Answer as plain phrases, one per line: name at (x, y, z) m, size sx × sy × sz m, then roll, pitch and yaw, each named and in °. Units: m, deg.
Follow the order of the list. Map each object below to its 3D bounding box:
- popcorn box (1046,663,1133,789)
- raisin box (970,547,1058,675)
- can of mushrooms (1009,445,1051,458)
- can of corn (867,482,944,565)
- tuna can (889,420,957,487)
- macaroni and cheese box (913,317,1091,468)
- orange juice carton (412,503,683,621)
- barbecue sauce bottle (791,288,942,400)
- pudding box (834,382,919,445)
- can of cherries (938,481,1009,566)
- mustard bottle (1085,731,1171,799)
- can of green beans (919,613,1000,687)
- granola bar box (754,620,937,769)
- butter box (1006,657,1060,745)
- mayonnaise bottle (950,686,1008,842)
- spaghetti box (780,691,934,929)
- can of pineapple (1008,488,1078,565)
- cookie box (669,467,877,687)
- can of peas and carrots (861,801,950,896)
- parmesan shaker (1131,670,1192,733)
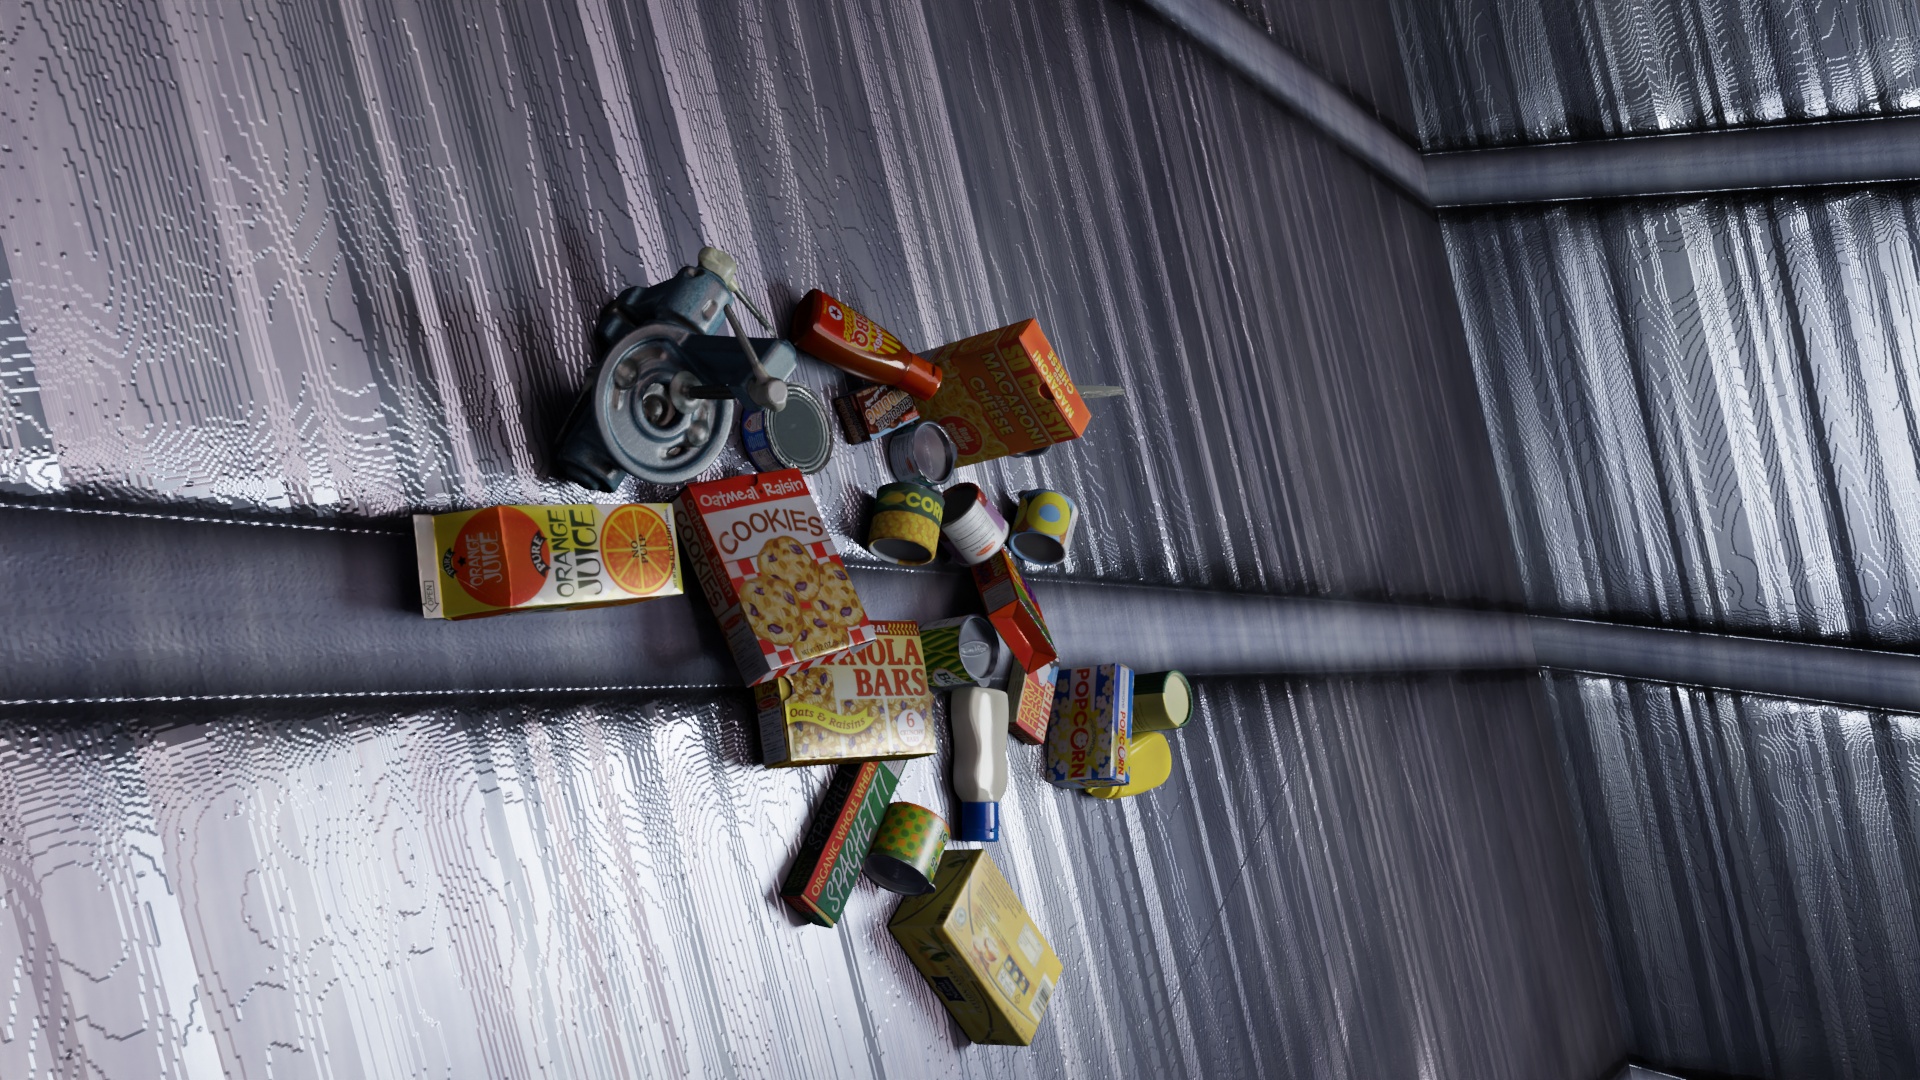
popcorn box at (0.140, 0.199, 1.492) m, size 0.038 × 0.085 × 0.127 m, roll 27°, pitch 60°, yaw -45°
raisin box at (0.052, 0.066, 1.405) m, size 0.086 × 0.040 × 0.124 m, roll 55°, pitch 9°, yaw -29°
can of mushrooms at (0.068, -0.121, 1.508) m, size 0.071 × 0.071 × 0.033 m, roll 39°, pitch 50°, yaw -40°
can of corn at (-0.050, -0.016, 1.318) m, size 0.071 × 0.071 × 0.058 m, roll 34°, pitch 56°, yaw -43°
tuna can at (-0.037, -0.085, 1.386) m, size 0.071 × 0.032 × 0.071 m, roll 18°, pitch 66°, yaw -49°
macaroni and cheese box at (0.028, -0.141, 1.374) m, size 0.123 × 0.166 × 0.040 m, roll 56°, pitch 43°, yaw -26°
orange juice carton at (-0.297, 0.014, 0.987) m, size 0.193 × 0.073 × 0.072 m, roll -3°, pitch 83°, yaw -52°
barbecue sauce bottle at (-0.087, -0.178, 1.307) m, size 0.148 × 0.043 × 0.065 m, roll 26°, pitch 43°, yaw -29°
pudding box at (-0.080, -0.127, 1.344) m, size 0.084 × 0.030 × 0.049 m, roll -31°, pitch 105°, yaw -51°
can of cherries at (0.005, -0.018, 1.398) m, size 0.058 × 0.071 × 0.072 m, roll 51°, pitch 45°, yaw -31°
mustard bottle at (0.180, 0.257, 1.558) m, size 0.161 × 0.048 × 0.065 m, roll -9°, pitch 89°, yaw -52°
can of green beans at (-0.004, 0.108, 1.354) m, size 0.071 × 0.057 × 0.071 m, roll 19°, pitch 66°, yaw -49°
granola bar box at (-0.100, 0.131, 1.208) m, size 0.166 × 0.039 × 0.124 m, roll 5°, pitch 69°, yaw -44°
butter box at (0.074, 0.159, 1.468) m, size 0.053 × 0.024 × 0.104 m, roll 42°, pitch 50°, yaw -37°
mayonnaise bottle at (0.019, 0.221, 1.367) m, size 0.065 × 0.041 × 0.148 m, roll 17°, pitch 68°, yaw -48°
spaghetti box at (-0.088, 0.223, 1.236) m, size 0.050 × 0.028 × 0.251 m, roll 52°, pitch 44°, yaw -29°
can of pineapple at (0.088, -0.014, 1.503) m, size 0.071 × 0.071 × 0.058 m, roll 45°, pitch 48°, yaw -36°
cookie box at (-0.155, 0.026, 1.151) m, size 0.123 × 0.040 × 0.167 m, roll -13°, pitch 73°, yaw -49°
can of peas and carrots at (-0.046, 0.276, 1.241) m, size 0.070 × 0.071 × 0.059 m, roll 52°, pitch 44°, yaw -31°
parmesan shaker at (0.202, 0.185, 1.562) m, size 0.071 × 0.103 × 0.071 m, roll 19°, pitch 66°, yaw -49°
